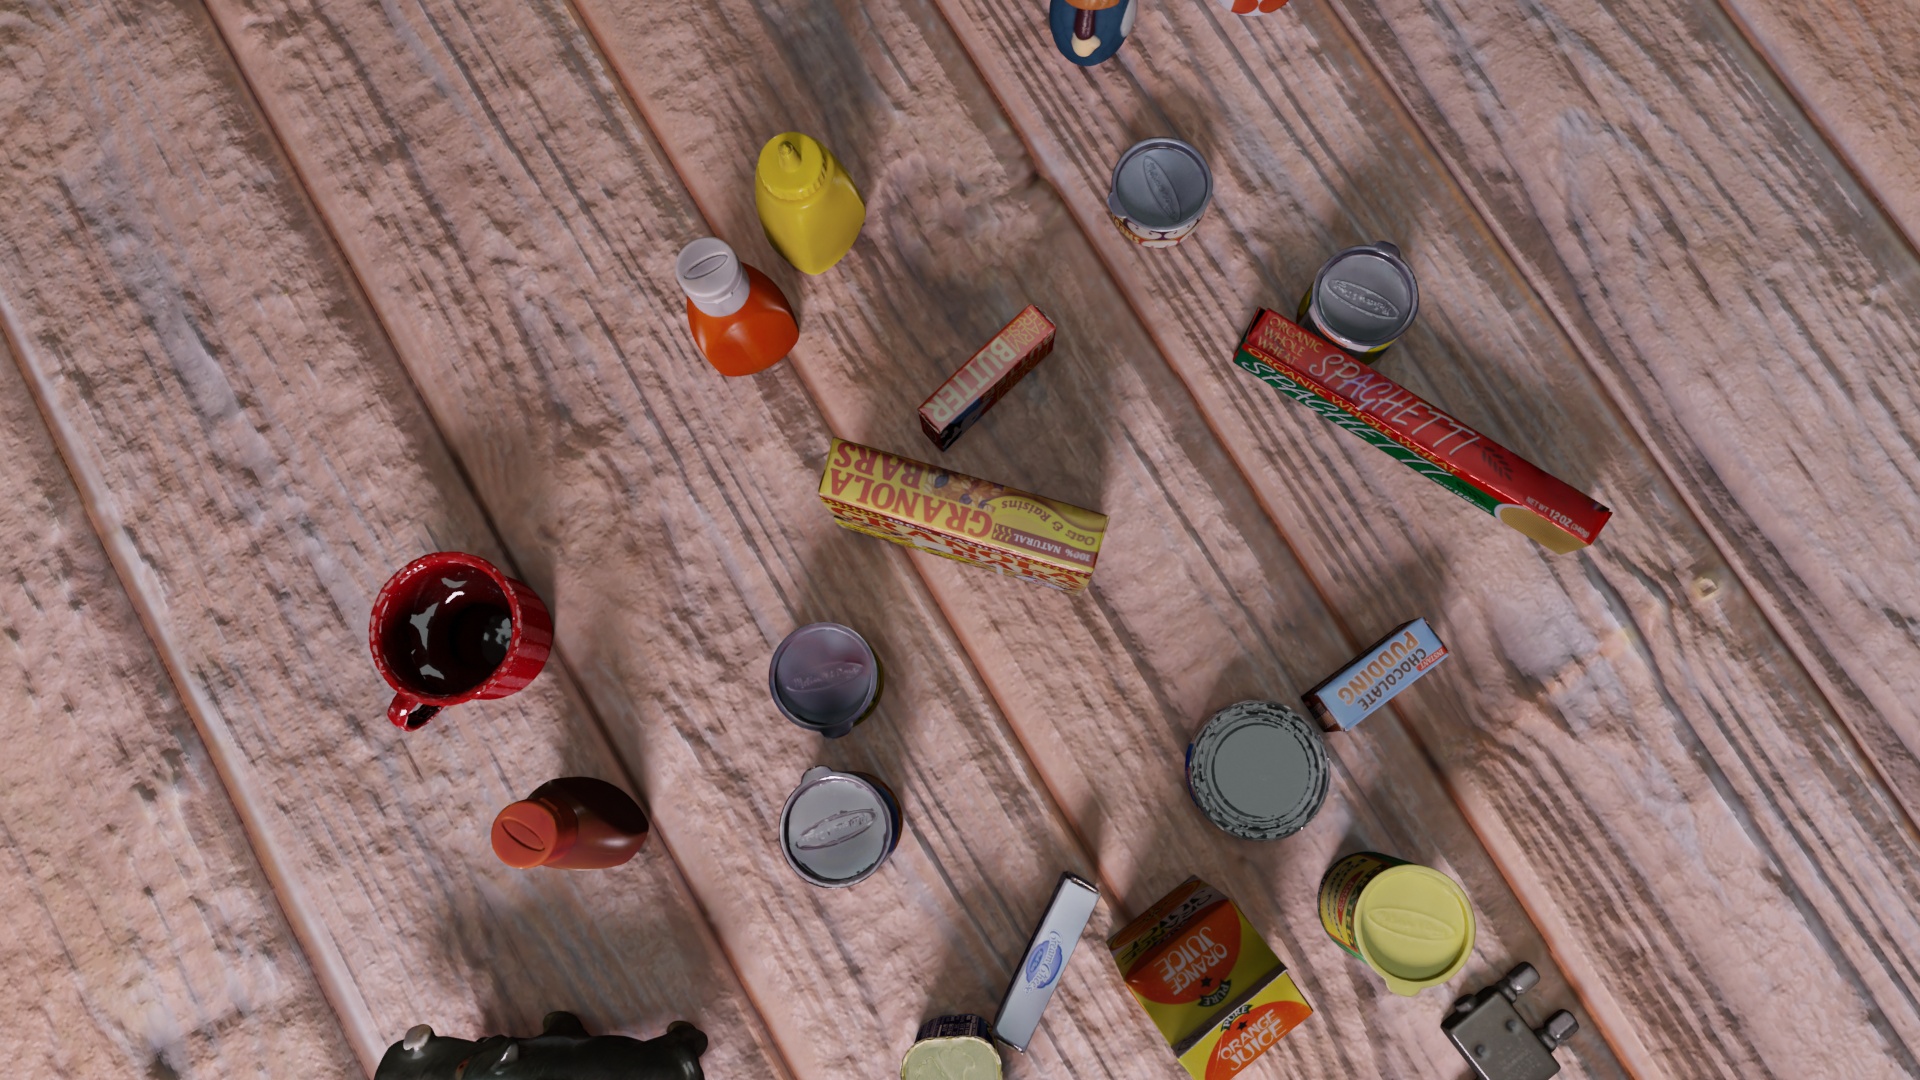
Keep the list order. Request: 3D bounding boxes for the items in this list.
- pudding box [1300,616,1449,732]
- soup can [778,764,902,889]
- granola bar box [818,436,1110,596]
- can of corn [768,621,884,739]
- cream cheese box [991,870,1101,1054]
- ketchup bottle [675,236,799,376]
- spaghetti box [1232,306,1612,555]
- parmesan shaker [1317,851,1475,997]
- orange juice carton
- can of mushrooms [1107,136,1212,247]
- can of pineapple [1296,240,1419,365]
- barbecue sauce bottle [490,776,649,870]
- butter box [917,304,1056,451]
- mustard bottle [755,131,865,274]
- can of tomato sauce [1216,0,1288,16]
[{"bbox_3d":[0.256,0.084,0.861,0.084,0.049,0.030,-35,82,-4],"label":"pudding box"},{"bbox_3d":[-0.071,0.170,0.840,0.071,0.083,0.071,0,81,2],"label":"soup can"},{"bbox_3d":[0.003,-0.011,0.846,0.166,0.124,0.039,16,82,4],"label":"granola bar box"},{"bbox_3d":[-0.082,0.089,0.866,0.071,0.058,0.071,0,81,2],"label":"can of corn"},{"bbox_3d":[0.051,0.252,0.838,0.024,0.053,0.104,26,83,6],"label":"cream cheese box"},{"bbox_3d":[-0.141,-0.144,0.860,0.065,0.148,0.043,-28,82,-2],"label":"ketchup bottle"},{"bbox_3d":[0.288,-0.069,0.884,0.250,0.050,0.029,32,84,6],"label":"spaghetti box"},{"bbox_3d":[0.250,0.221,0.812,0.071,0.103,0.071,0,81,2],"label":"parmesan shaker"},{"bbox_3d":[0.135,0.243,0.767,0.072,0.192,0.073,-36,82,-3],"label":"orange juice carton"},{"bbox_3d":[0.130,-0.230,0.923,0.071,0.033,0.071,0,81,2],"label":"can of mushrooms"},{"bbox_3d":[0.255,-0.150,0.894,0.071,0.058,0.071,0,81,2],"label":"can of pineapple"},{"bbox_3d":[-0.230,0.167,0.813,0.065,0.148,0.044,34,84,6],"label":"barbecue sauce bottle"},{"bbox_3d":[0.017,-0.105,0.897,0.103,0.053,0.024,-43,82,-5],"label":"butter box"},{"bbox_3d":[-0.097,-0.217,0.864,0.049,0.160,0.065,39,85,7],"label":"mustard bottle"},{"bbox_3d":[0.202,-0.399,0.923,0.071,0.083,0.071,0,81,2],"label":"can of tomato sauce"}]
